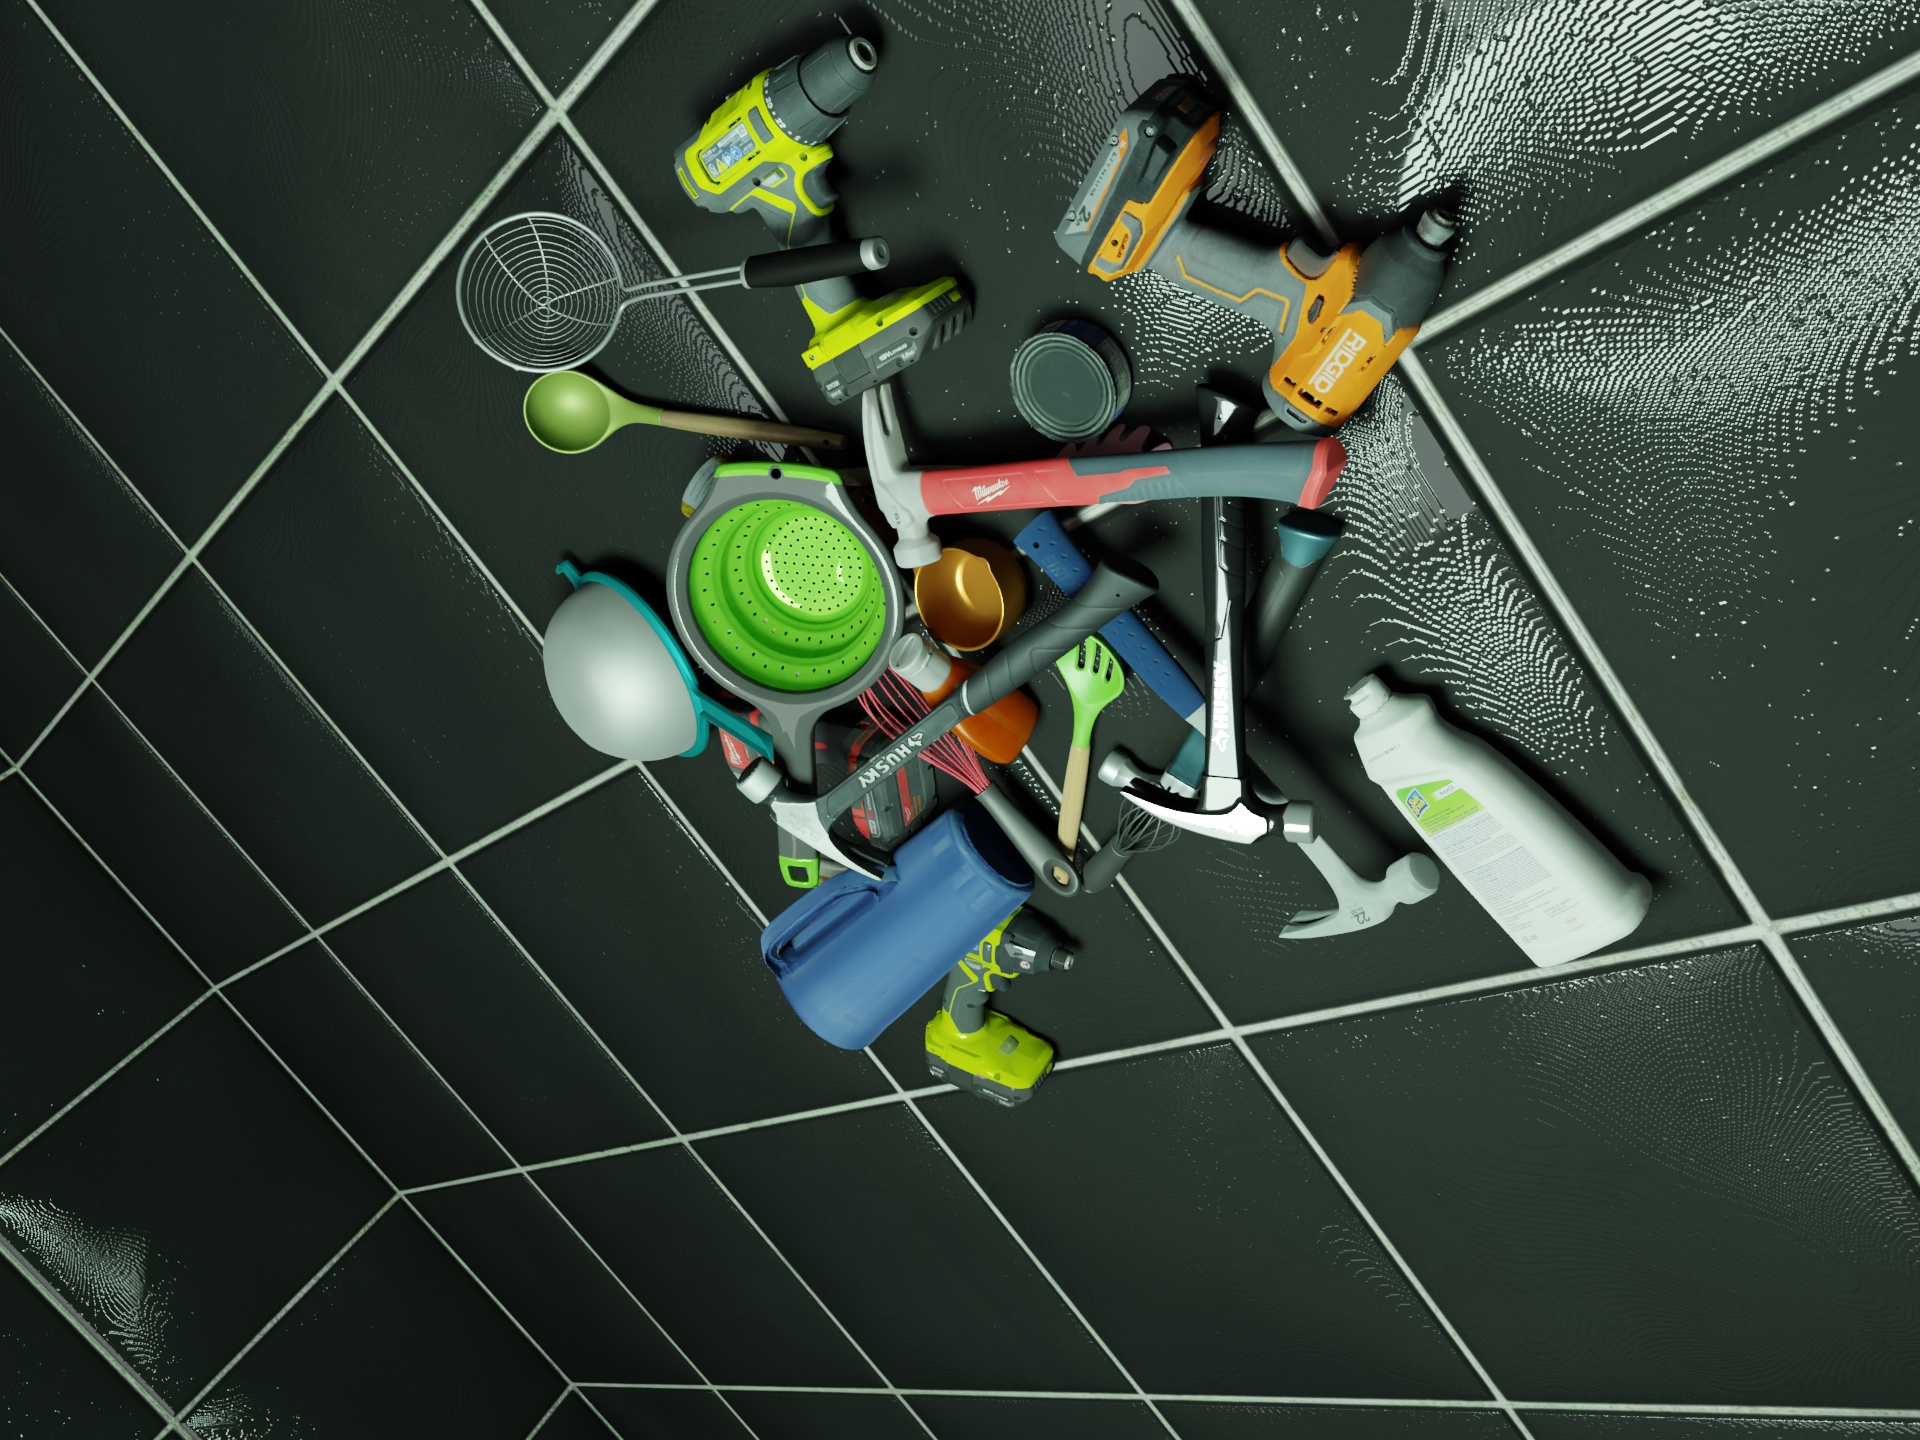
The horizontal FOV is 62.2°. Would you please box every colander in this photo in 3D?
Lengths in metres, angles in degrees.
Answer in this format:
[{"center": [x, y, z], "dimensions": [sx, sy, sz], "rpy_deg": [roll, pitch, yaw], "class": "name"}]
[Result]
[{"center": [-0.137, -0.043, 1.383], "dimensions": [0.204, 0.094, 0.396], "rpy_deg": [5, 116, 10], "class": "colander"}]

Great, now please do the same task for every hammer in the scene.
[{"center": [0.185, 0.003, 1.230], "dimensions": [0.405, 0.035, 0.144], "rpy_deg": [49, 138, 2], "class": "hammer"}, {"center": [0.186, -0.074, 1.150], "dimensions": [0.146, 0.035, 0.334], "rpy_deg": [4, 109, 25], "class": "hammer"}, {"center": [-0.002, -0.004, 1.271], "dimensions": [0.149, 0.036, 0.409], "rpy_deg": [43, 124, -16], "class": "hammer"}, {"center": [0.211, -0.032, 1.237], "dimensions": [0.128, 0.033, 0.330], "rpy_deg": [32, 137, 13], "class": "hammer"}, {"center": [0.088, -0.186, 1.133], "dimensions": [0.386, 0.038, 0.143], "rpy_deg": [2, 113, 39], "class": "hammer"}]

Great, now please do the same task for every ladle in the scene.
[{"center": [-0.243, -0.256, 1.379], "dimensions": [0.320, 0.062, 0.078], "rpy_deg": [12, 123, 26], "class": "ladle"}]

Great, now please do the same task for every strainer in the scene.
[{"center": [-0.305, -0.013, 1.524], "dimensions": [0.341, 0.095, 0.210], "rpy_deg": [28, 141, 42], "class": "strainer"}]

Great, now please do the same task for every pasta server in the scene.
[{"center": [0.023, -0.196, 1.253], "dimensions": [0.316, 0.040, 0.060], "rpy_deg": [6, 127, 38], "class": "pasta server"}]

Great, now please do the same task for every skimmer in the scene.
[{"center": [-0.220, -0.329, 1.170], "dimensions": [0.363, 0.090, 0.127], "rpy_deg": [3, 88, 35], "class": "skimmer"}]

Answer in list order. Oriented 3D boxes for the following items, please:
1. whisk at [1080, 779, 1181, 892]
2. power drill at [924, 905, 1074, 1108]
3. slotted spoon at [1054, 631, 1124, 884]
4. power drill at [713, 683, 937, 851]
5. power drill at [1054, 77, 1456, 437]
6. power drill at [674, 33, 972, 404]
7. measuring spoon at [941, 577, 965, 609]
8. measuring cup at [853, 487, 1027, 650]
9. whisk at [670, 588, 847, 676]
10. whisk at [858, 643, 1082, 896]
[{"center": [0.143, 0.107, 1.362], "dimensions": [0.055, 0.055, 0.239], "rpy_deg": [38, 155, 5], "class": "whisk"}, {"center": [0.032, 0.274, 1.589], "dimensions": [0.171, 0.080, 0.223], "rpy_deg": [18, 129, 26], "class": "power drill"}, {"center": [0.101, 0.037, 1.381], "dimensions": [0.070, 0.031, 0.313], "rpy_deg": [28, 138, 24], "class": "slotted spoon"}, {"center": [-0.136, 0.040, 1.527], "dimensions": [0.220, 0.078, 0.143], "rpy_deg": [17, 132, 30], "class": "power drill"}, {"center": [0.190, -0.301, 1.002], "dimensions": [0.226, 0.084, 0.164], "rpy_deg": [36, 137, 1], "class": "power drill"}, {"center": [-0.090, -0.365, 1.161], "dimensions": [0.190, 0.080, 0.228], "rpy_deg": [-17, 109, 44], "class": "power drill"}, {"center": [-0.035, -0.141, 1.343], "dimensions": [0.034, 0.018, 0.124], "rpy_deg": [-13, 114, 43], "class": "measuring spoon"}, {"center": [-0.016, -0.136, 1.312], "dimensions": [0.174, 0.052, 0.095], "rpy_deg": [47, 130, 12], "class": "measuring cup"}, {"center": [-0.196, -0.091, 1.490], "dimensions": [0.245, 0.047, 0.051], "rpy_deg": [-15, 123, 38], "class": "whisk"}, {"center": [0.009, 0.046, 1.419], "dimensions": [0.295, 0.073, 0.073], "rpy_deg": [49, 137, -7], "class": "whisk"}]
